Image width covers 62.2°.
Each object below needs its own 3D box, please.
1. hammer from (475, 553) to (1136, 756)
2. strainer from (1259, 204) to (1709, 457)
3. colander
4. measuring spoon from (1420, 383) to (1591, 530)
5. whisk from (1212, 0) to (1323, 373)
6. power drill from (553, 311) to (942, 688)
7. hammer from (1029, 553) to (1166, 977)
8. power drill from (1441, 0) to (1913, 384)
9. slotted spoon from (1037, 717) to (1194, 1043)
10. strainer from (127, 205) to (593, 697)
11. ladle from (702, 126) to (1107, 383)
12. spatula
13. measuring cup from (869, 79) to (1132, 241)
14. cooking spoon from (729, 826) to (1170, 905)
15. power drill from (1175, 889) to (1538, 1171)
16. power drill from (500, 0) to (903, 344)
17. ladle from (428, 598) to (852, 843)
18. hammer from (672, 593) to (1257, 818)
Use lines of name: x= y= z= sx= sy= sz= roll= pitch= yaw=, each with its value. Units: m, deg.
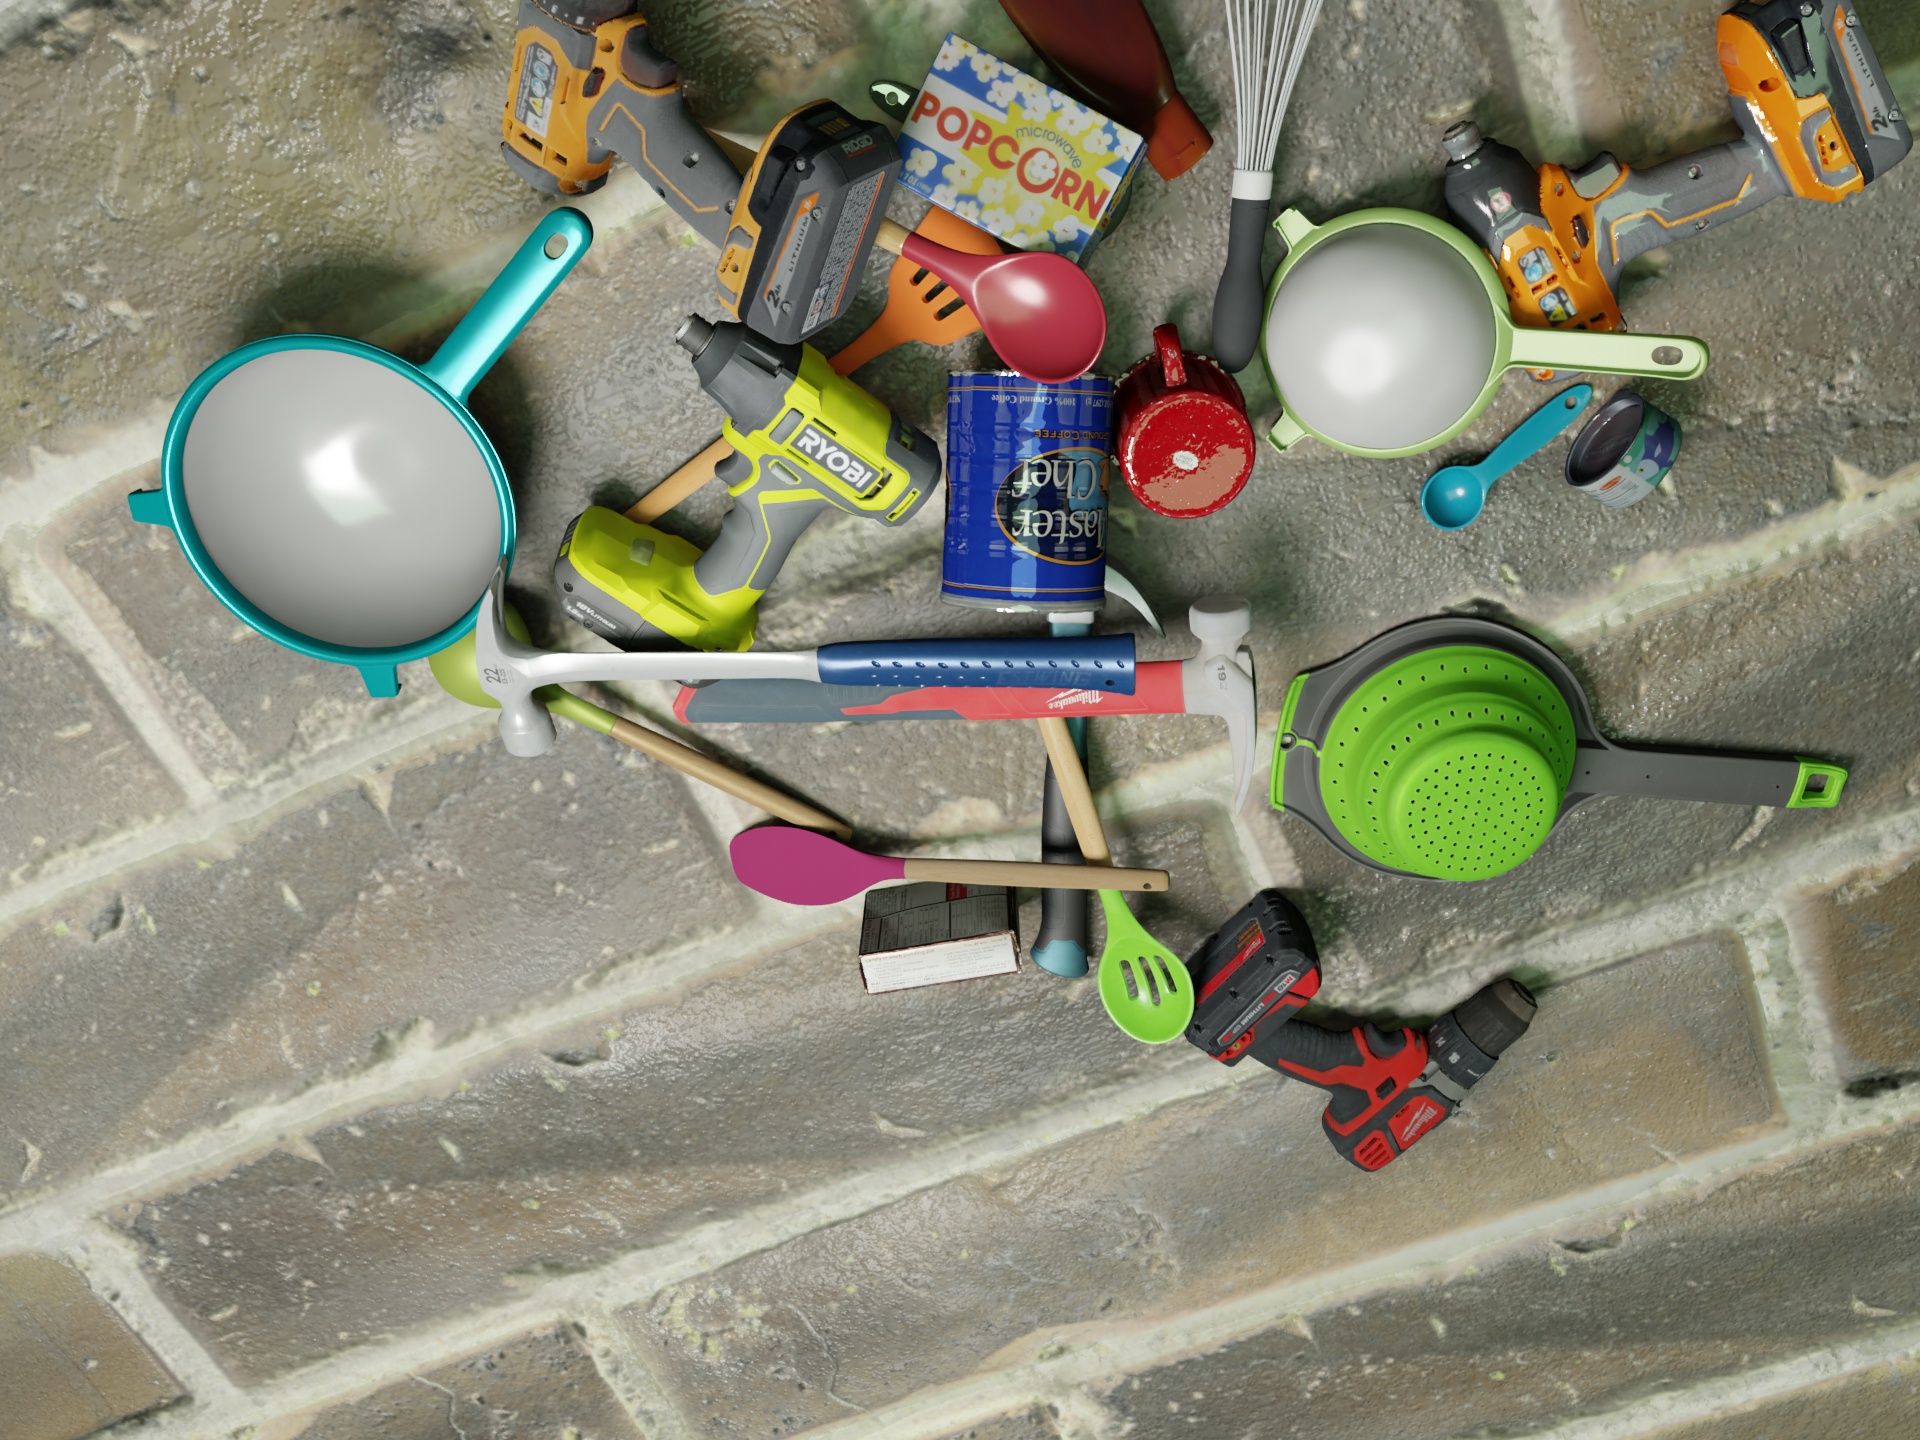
hammer: x=-0.097 y=-0.038 z=0.969 sx=0.405 sy=0.035 sz=0.144 roll=0 pitch=134 yaw=4
strainer: x=0.288 y=-0.210 z=0.913 sx=0.256 sy=0.069 sz=0.151 roll=11 pitch=120 yaw=26
colander: x=0.416 y=0.046 z=1.074 sx=0.397 sy=0.095 sz=0.204 roll=4 pitch=115 yaw=-1
measuring spoon: x=0.348 y=-0.172 z=1.019 sx=0.128 sy=0.021 sz=0.042 roll=-39 pitch=108 yaw=7
whisk: x=0.170 y=-0.340 z=0.907 sx=0.070 sy=0.070 sz=0.284 roll=3 pitch=114 yaw=-1
power drill: x=-0.144 y=-0.134 z=0.971 sx=0.171 sy=0.080 sz=0.223 roll=32 pitch=124 yaw=-25
hammer: x=0.073 y=0.035 z=1.107 sx=0.128 sy=0.033 sz=0.330 roll=0 pitch=115 yaw=2
power drill: x=0.396 y=-0.320 z=0.912 sx=0.226 sy=0.084 sz=0.164 roll=-32 pitch=111 yaw=19
slotted spoon: x=0.095 y=0.089 z=1.098 sx=0.070 sy=0.031 sz=0.313 roll=-11 pitch=113 yaw=23
strainer: x=-0.328 y=-0.188 z=0.970 sx=0.211 sy=0.095 sz=0.340 roll=40 pitch=110 yaw=-18
ladle: x=-0.053 y=-0.282 z=0.910 sx=0.315 sy=0.031 sz=0.069 roll=29 pitch=115 yaw=10
spatula: x=-0.106 y=-0.201 z=0.993 sx=0.322 sy=0.041 sz=0.081 roll=-33 pitch=95 yaw=16
measuring cup: x=0.024 y=-0.332 z=0.931 sx=0.167 sy=0.038 sz=0.083 roll=22 pitch=113 yaw=-12
cooking spoon: x=-0.013 y=0.105 z=1.113 sx=0.319 sy=0.017 sz=0.068 roll=1 pitch=120 yaw=16
power drill: x=0.292 y=0.220 z=1.169 sx=0.226 sy=0.080 sz=0.188 roll=35 pitch=111 yaw=-18
power drill: x=-0.144 y=-0.334 z=0.857 sx=0.226 sy=0.084 sz=0.185 roll=36 pitch=134 yaw=9
ladle: x=-0.215 y=0.008 z=1.100 sx=0.320 sy=0.062 sz=0.078 roll=27 pitch=114 yaw=-19
hammer: x=-0.002 y=-0.003 z=1.043 sx=0.386 sy=0.038 sz=0.143 roll=-2 pitch=115 yaw=15
